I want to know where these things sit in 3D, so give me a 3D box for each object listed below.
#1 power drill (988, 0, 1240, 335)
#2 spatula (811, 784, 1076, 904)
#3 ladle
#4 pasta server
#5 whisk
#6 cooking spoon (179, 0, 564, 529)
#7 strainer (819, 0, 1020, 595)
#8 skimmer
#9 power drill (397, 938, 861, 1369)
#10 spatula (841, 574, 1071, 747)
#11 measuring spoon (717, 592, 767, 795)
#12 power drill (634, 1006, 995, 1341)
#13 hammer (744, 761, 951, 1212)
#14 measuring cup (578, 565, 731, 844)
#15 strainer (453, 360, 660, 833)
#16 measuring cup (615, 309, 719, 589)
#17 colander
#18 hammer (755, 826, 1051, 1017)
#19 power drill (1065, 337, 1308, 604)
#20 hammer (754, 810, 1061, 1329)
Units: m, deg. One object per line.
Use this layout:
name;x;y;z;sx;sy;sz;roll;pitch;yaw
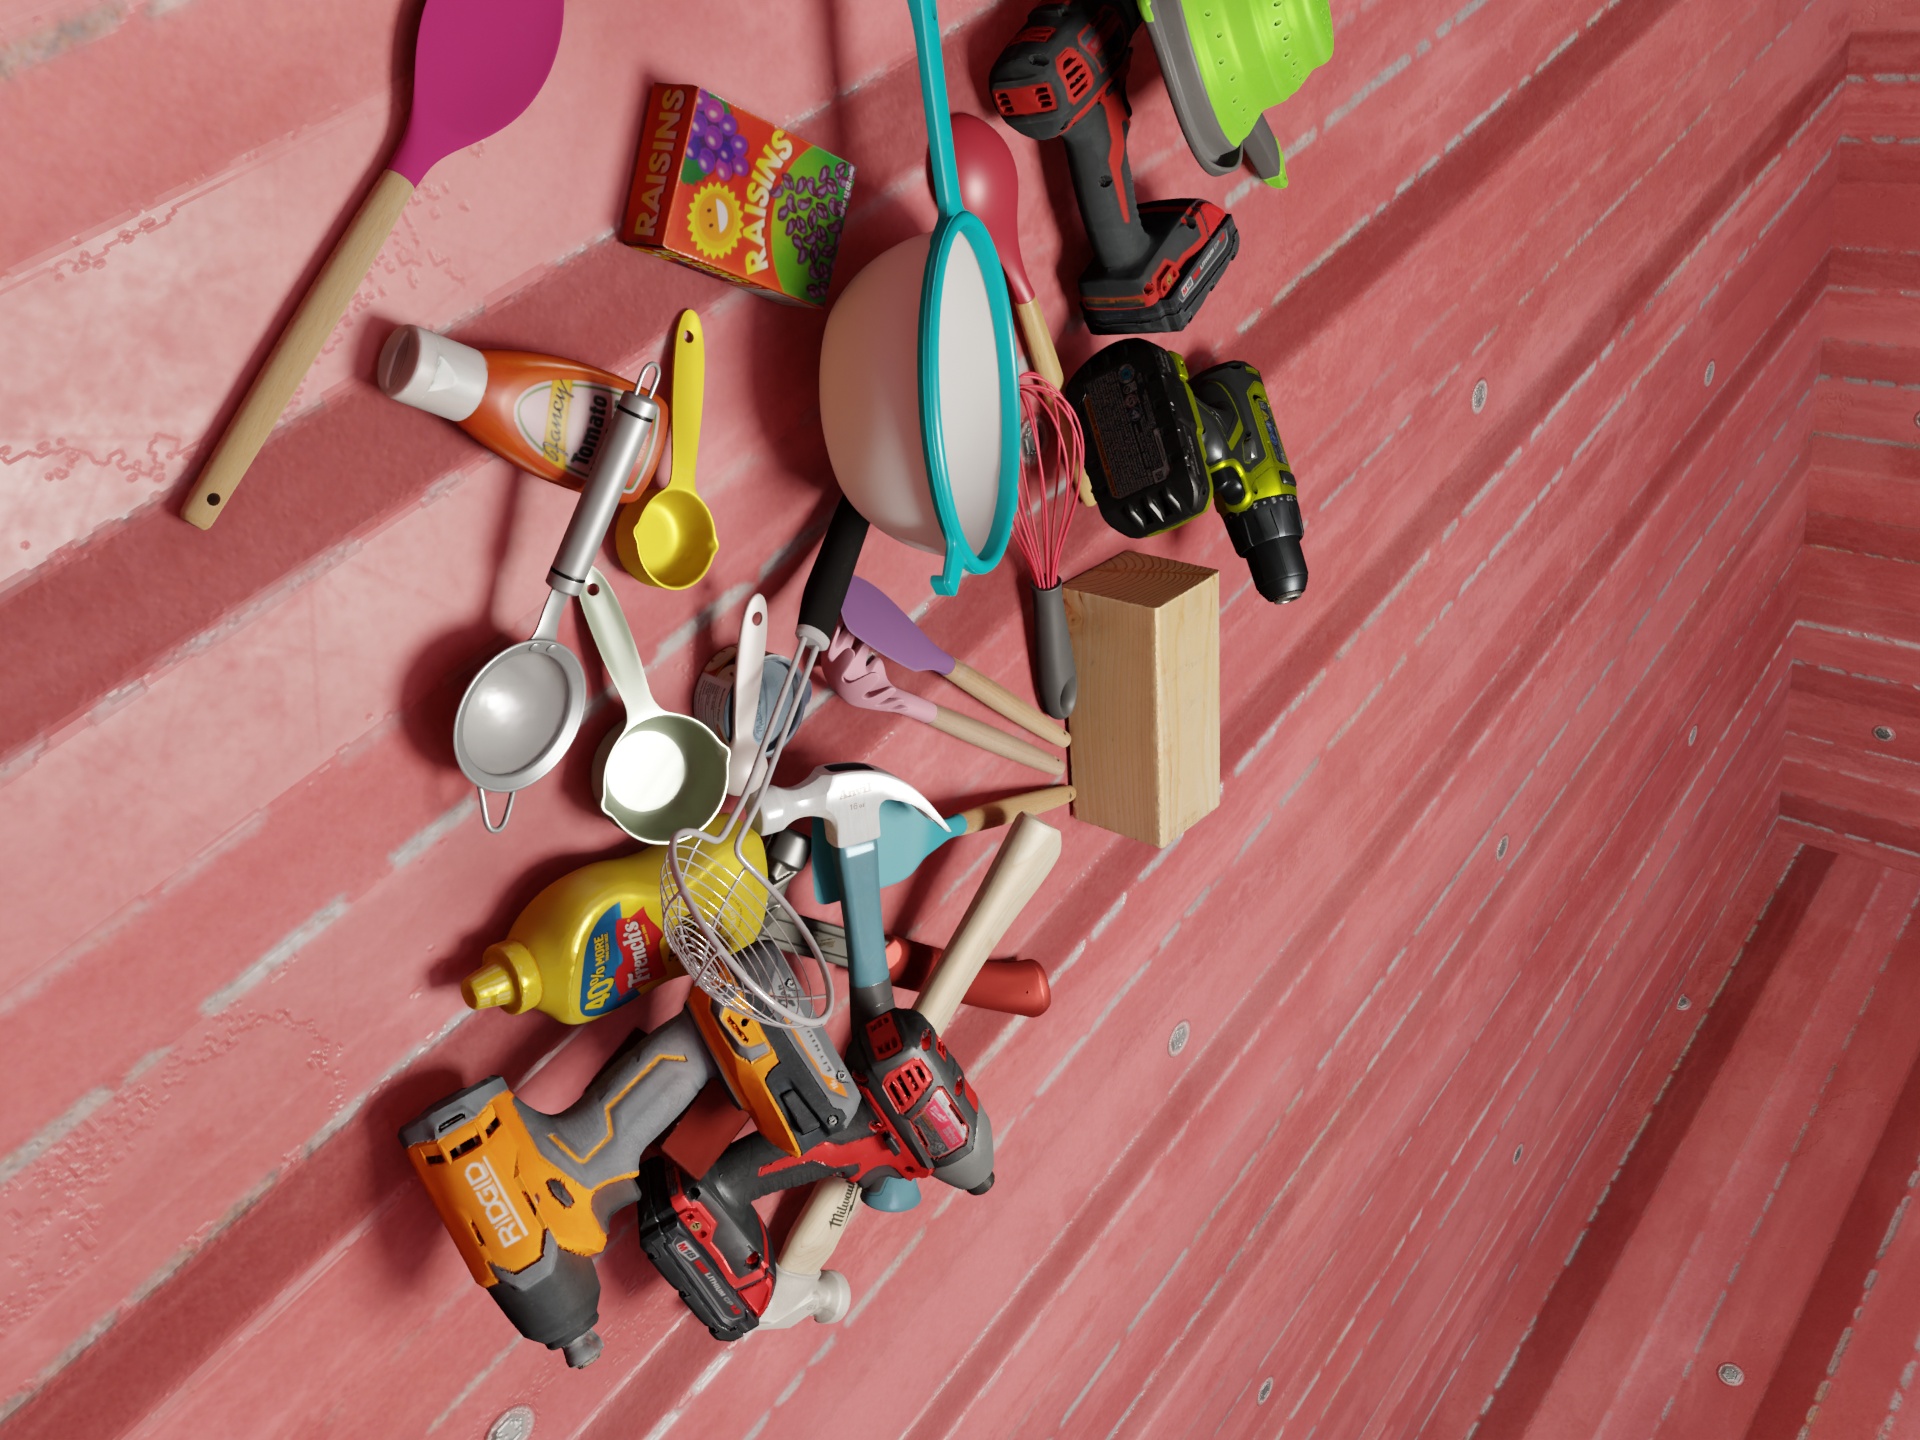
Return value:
power drill;0.115;-0.398;1.080;0.188;0.080;0.226;-56;136;-29
spatula;0.002;0.069;1.150;0.317;0.044;0.082;-8;100;-60
ladle;0.050;-0.268;1.094;0.069;0.031;0.315;-51;139;-25
pasta server;-0.002;-0.004;1.128;0.040;0.060;0.316;-40;148;18
whisk;0.060;-0.116;1.146;0.073;0.073;0.295;-41;139;-33
cooking spoon;-0.271;-0.228;0.731;0.068;0.017;0.319;38;74;-49
strainer;-0.038;-0.251;0.928;0.211;0.095;0.340;-59;145;-63
skimmer;-0.081;-0.001;0.907;0.127;0.090;0.364;43;51;-39
power drill;-0.173;0.240;0.891;0.226;0.084;0.164;-28;85;-17
spatula;0.002;-0.033;1.126;0.315;0.018;0.060;31;38;-54
measuring spoon;-0.122;-0.013;0.940;0.034;0.018;0.124;-9;111;-47
power drill;-0.086;0.292;1.020;0.219;0.079;0.143;-31;115;-1
hammer;-0.060;0.183;1.049;0.128;0.033;0.330;-15;112;-27
measuring cup;-0.190;-0.010;0.909;0.083;0.038;0.167;-26;107;-27
strainer;-0.208;-0.066;0.823;0.086;0.050;0.258;7;112;-59
measuring cup;-0.164;-0.151;0.893;0.062;0.029;0.156;4;89;-51
colander;0.211;-0.456;1.081;0.397;0.094;0.204;7;73;-67
hammer;-0.045;0.185;1.154;0.358;0.037;0.149;27;84;-51
power drill;0.182;-0.183;1.178;0.228;0.080;0.191;0;72;-55
hammer;-0.048;0.248;1.127;0.146;0.038;0.410;26;93;-51
